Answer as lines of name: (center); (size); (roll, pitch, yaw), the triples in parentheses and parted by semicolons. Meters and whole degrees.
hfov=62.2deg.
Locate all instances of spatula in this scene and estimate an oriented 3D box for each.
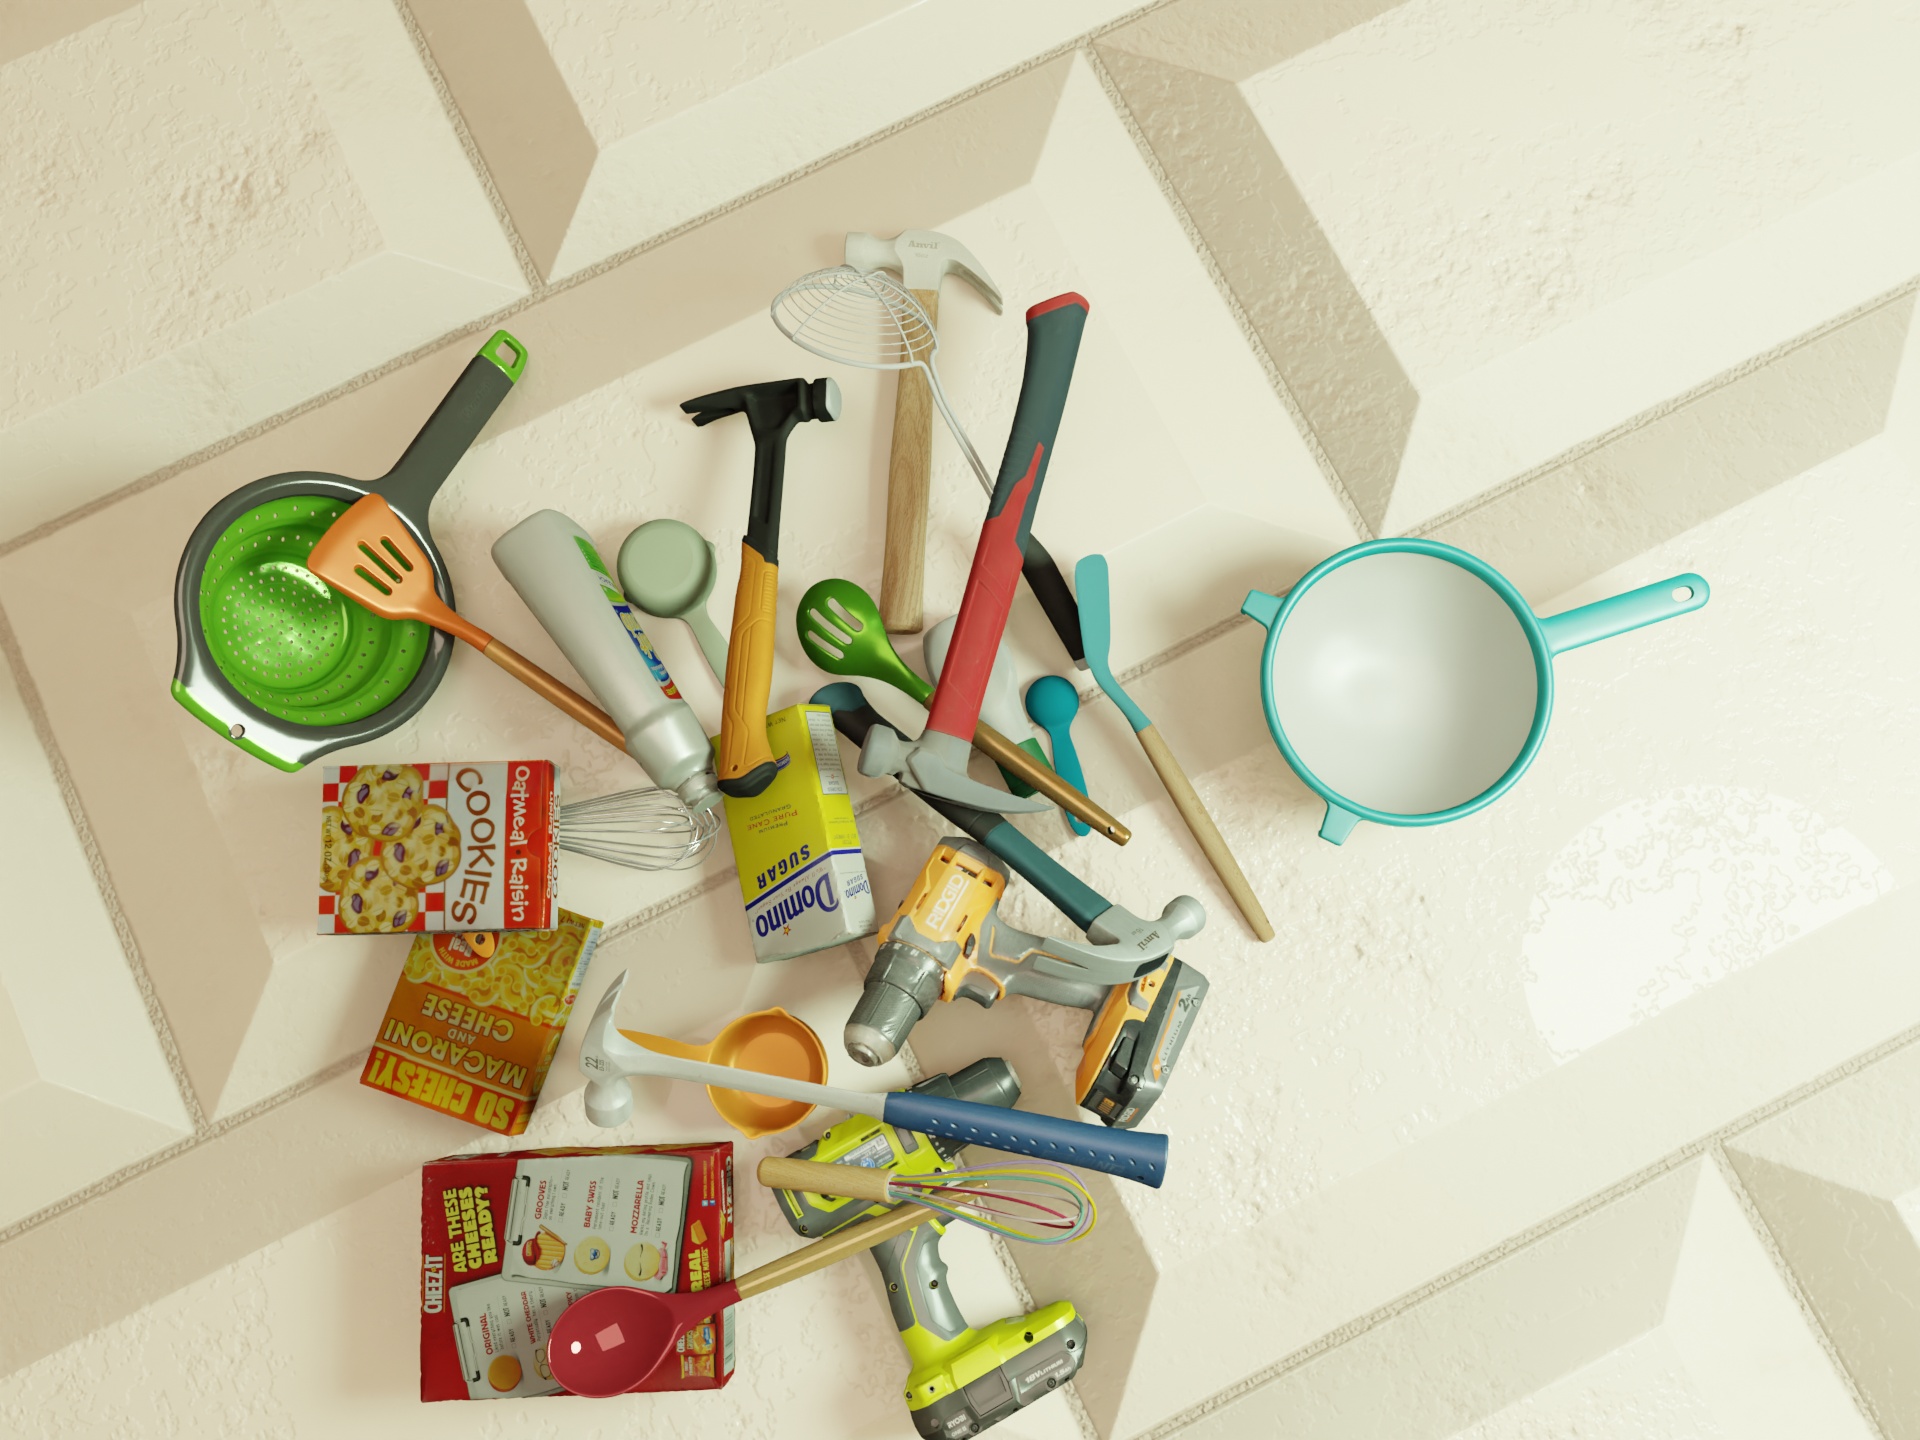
spatula: (-0.335, -0.045, 1.200); (0.322, 0.041, 0.081); (35, 61, -6)
spatula: (0.159, 0.023, 1.193); (0.044, 0.082, 0.317); (-31, 88, 23)

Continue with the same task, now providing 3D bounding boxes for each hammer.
hammer: (0.017, 0.074, 1.162); (0.331, 0.033, 0.128); (38, 42, 23)
hammer: (-0.035, -0.231, 1.262); (0.130, 0.031, 0.331); (2, 80, 3)
hammer: (0.046, -0.126, 1.157); (0.143, 0.038, 0.386); (17, 81, -9)
hammer: (-0.061, 0.258, 1.079); (0.405, 0.144, 0.035); (10, 41, 3)
hammer: (-0.160, -0.104, 1.196); (0.127, 0.034, 0.337); (-5, 68, 15)

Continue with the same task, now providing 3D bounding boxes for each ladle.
ladle: (-0.127, 0.376, 1.084); (0.315, 0.031, 0.069); (-21, 75, -5)

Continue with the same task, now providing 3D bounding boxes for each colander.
colander: (-0.462, -0.145, 1.229); (0.204, 0.094, 0.397); (43, 60, -32)

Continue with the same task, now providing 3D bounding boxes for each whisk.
whisk: (-0.027, 0.320, 1.070); (0.245, 0.047, 0.051); (0, 46, 22)
whisk: (-0.321, 0.081, 1.203); (0.284, 0.070, 0.070); (0, 80, 6)

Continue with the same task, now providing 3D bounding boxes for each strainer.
strainer: (0.381, -0.042, 1.186); (0.340, 0.095, 0.211); (-17, 83, -4)

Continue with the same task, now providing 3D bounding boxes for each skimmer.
skimmer: (-0.011, -0.188, 1.214); (0.090, 0.127, 0.363); (-22, 104, 39)

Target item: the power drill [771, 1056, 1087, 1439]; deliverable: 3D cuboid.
power drill: (-0.004, 0.370, 1.131); (0.190, 0.080, 0.229); (-29, 78, -3)

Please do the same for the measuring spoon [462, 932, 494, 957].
measuring spoon: (-0.377, 0.125, 1.177); (0.021, 0.011, 0.117); (-32, 78, -3)

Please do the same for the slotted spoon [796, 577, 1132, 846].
slotted spoon: (-0.002, -0.004, 1.185); (0.314, 0.031, 0.070); (36, 104, 12)

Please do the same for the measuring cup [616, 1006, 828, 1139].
measuring cup: (-0.181, 0.250, 1.170); (0.173, 0.052, 0.095); (10, 80, 5)

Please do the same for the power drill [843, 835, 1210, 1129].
power drill: (0.042, 0.203, 1.130); (0.226, 0.084, 0.185); (28, 54, 7)

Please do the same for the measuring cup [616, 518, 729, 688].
measuring cup: (-0.208, -0.084, 1.236); (0.083, 0.038, 0.168); (-31, 78, -4)

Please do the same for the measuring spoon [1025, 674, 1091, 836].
measuring spoon: (0.080, 0.025, 1.216); (0.042, 0.021, 0.129); (-13, 79, -1)
